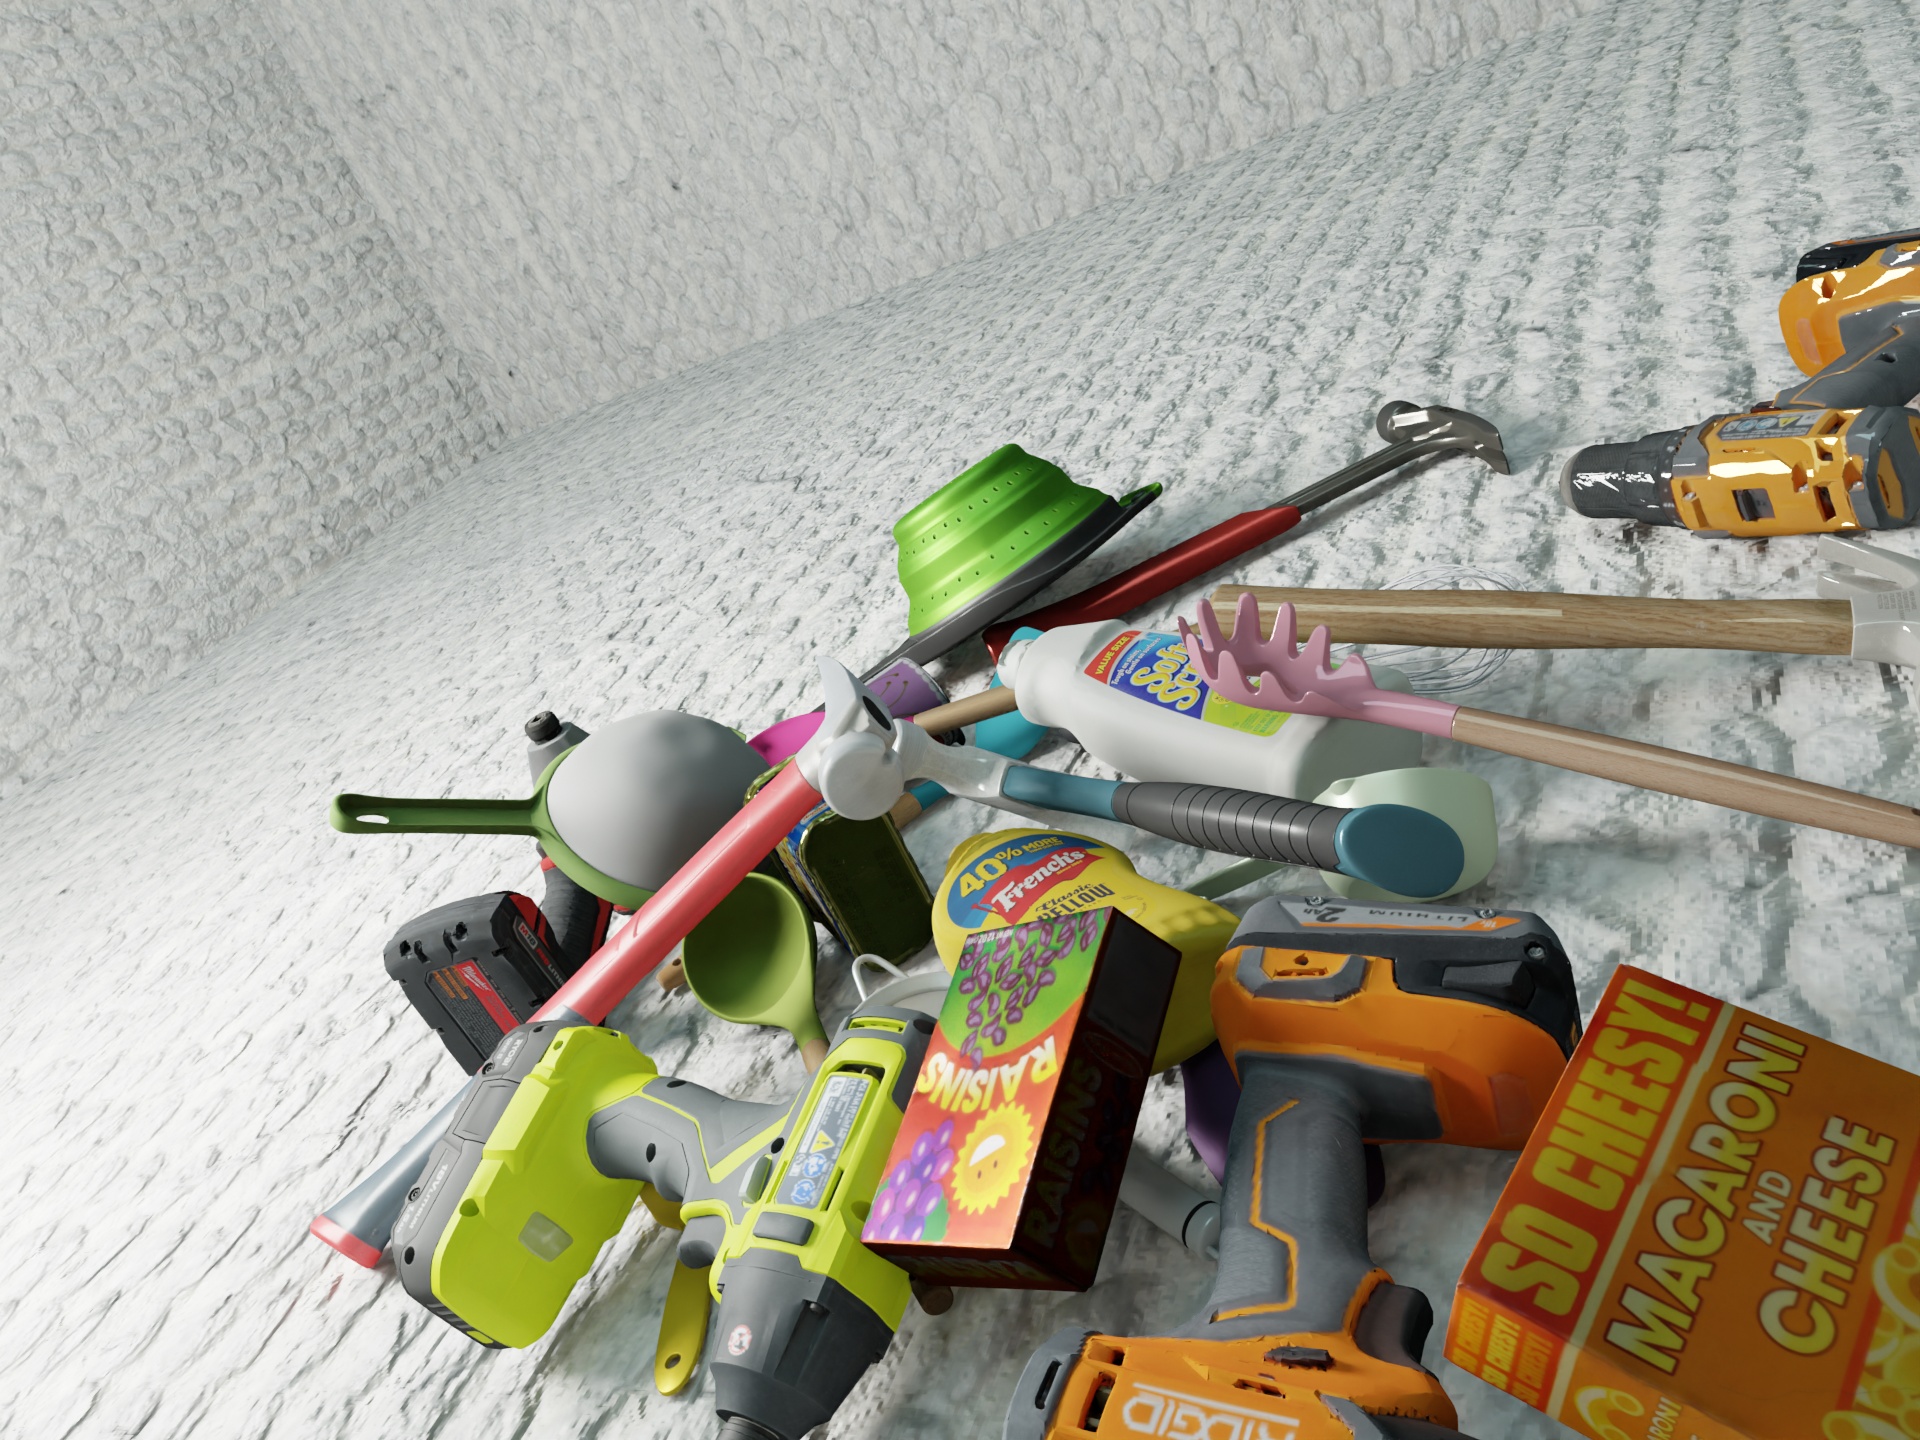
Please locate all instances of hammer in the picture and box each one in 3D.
[{"bbox_3d":[-0.178,0.124,0.787,0.386,0.038,0.143,-44,22,8],"label":"hammer"},{"bbox_3d":[0.083,0.038,0.687,0.331,0.128,0.033,6,79,64],"label":"hammer"},{"bbox_3d":[0.184,-0.120,1.079,0.359,0.036,0.149,-27,23,-1],"label":"hammer"},{"bbox_3d":[0.278,-0.047,0.731,0.331,0.031,0.130,3,30,24],"label":"hammer"}]

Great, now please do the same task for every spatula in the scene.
[{"bbox_3d":[0.089,0.122,0.687,0.060,0.018,0.316,-28,24,-7],"label":"spatula"},{"bbox_3d":[-0.052,0.055,0.951,0.317,0.044,0.082,-36,36,-18],"label":"spatula"}]

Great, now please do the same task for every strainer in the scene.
[{"bbox_3d":[0.029,0.160,0.646,0.087,0.050,0.259,-24,25,-27],"label":"strainer"},{"bbox_3d":[-0.208,0.034,0.877,0.256,0.069,0.152,2,38,-29],"label":"strainer"}]

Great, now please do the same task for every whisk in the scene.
[{"bbox_3d":[0.173,-0.027,0.876,0.284,0.070,0.070,-15,25,35],"label":"whisk"}]

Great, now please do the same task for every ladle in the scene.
[{"bbox_3d":[-0.069,0.161,0.731,0.078,0.062,0.320,-54,27,4],"label":"ladle"}]

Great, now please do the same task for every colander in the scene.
[{"bbox_3d":[-0.046,-0.083,1.125,0.397,0.094,0.204,-36,7,-7],"label":"colander"}]

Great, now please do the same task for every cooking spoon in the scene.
[{"bbox_3d":[-0.002,-0.003,0.953,0.319,0.017,0.069,-18,56,14],"label":"cooking spoon"}]

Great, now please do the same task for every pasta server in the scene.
[{"bbox_3d":[0.233,0.000,0.658,0.316,0.040,0.060,16,34,34],"label":"pasta server"}]

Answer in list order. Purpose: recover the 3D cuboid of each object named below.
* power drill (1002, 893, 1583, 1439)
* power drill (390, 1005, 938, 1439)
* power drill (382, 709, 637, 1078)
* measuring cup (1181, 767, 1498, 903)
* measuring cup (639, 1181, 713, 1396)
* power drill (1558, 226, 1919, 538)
[{"bbox_3d":[0.127,0.159,0.482,0.164,0.084,0.227,1,39,32],"label":"power drill"},{"bbox_3d":[-0.113,0.195,0.629,0.223,0.080,0.171,-5,45,36],"label":"power drill"},{"bbox_3d":[-0.242,0.097,0.942,0.078,0.143,0.220,-18,26,20],"label":"power drill"},{"bbox_3d":[0.157,0.069,0.695,0.167,0.083,0.038,-31,51,42],"label":"measuring cup"},{"bbox_3d":[-0.121,0.221,0.685,0.062,0.029,0.157,-25,23,7],"label":"measuring cup"},{"bbox_3d":[0.453,-0.176,0.862,0.226,0.084,0.185,-43,26,-24],"label":"power drill"}]
